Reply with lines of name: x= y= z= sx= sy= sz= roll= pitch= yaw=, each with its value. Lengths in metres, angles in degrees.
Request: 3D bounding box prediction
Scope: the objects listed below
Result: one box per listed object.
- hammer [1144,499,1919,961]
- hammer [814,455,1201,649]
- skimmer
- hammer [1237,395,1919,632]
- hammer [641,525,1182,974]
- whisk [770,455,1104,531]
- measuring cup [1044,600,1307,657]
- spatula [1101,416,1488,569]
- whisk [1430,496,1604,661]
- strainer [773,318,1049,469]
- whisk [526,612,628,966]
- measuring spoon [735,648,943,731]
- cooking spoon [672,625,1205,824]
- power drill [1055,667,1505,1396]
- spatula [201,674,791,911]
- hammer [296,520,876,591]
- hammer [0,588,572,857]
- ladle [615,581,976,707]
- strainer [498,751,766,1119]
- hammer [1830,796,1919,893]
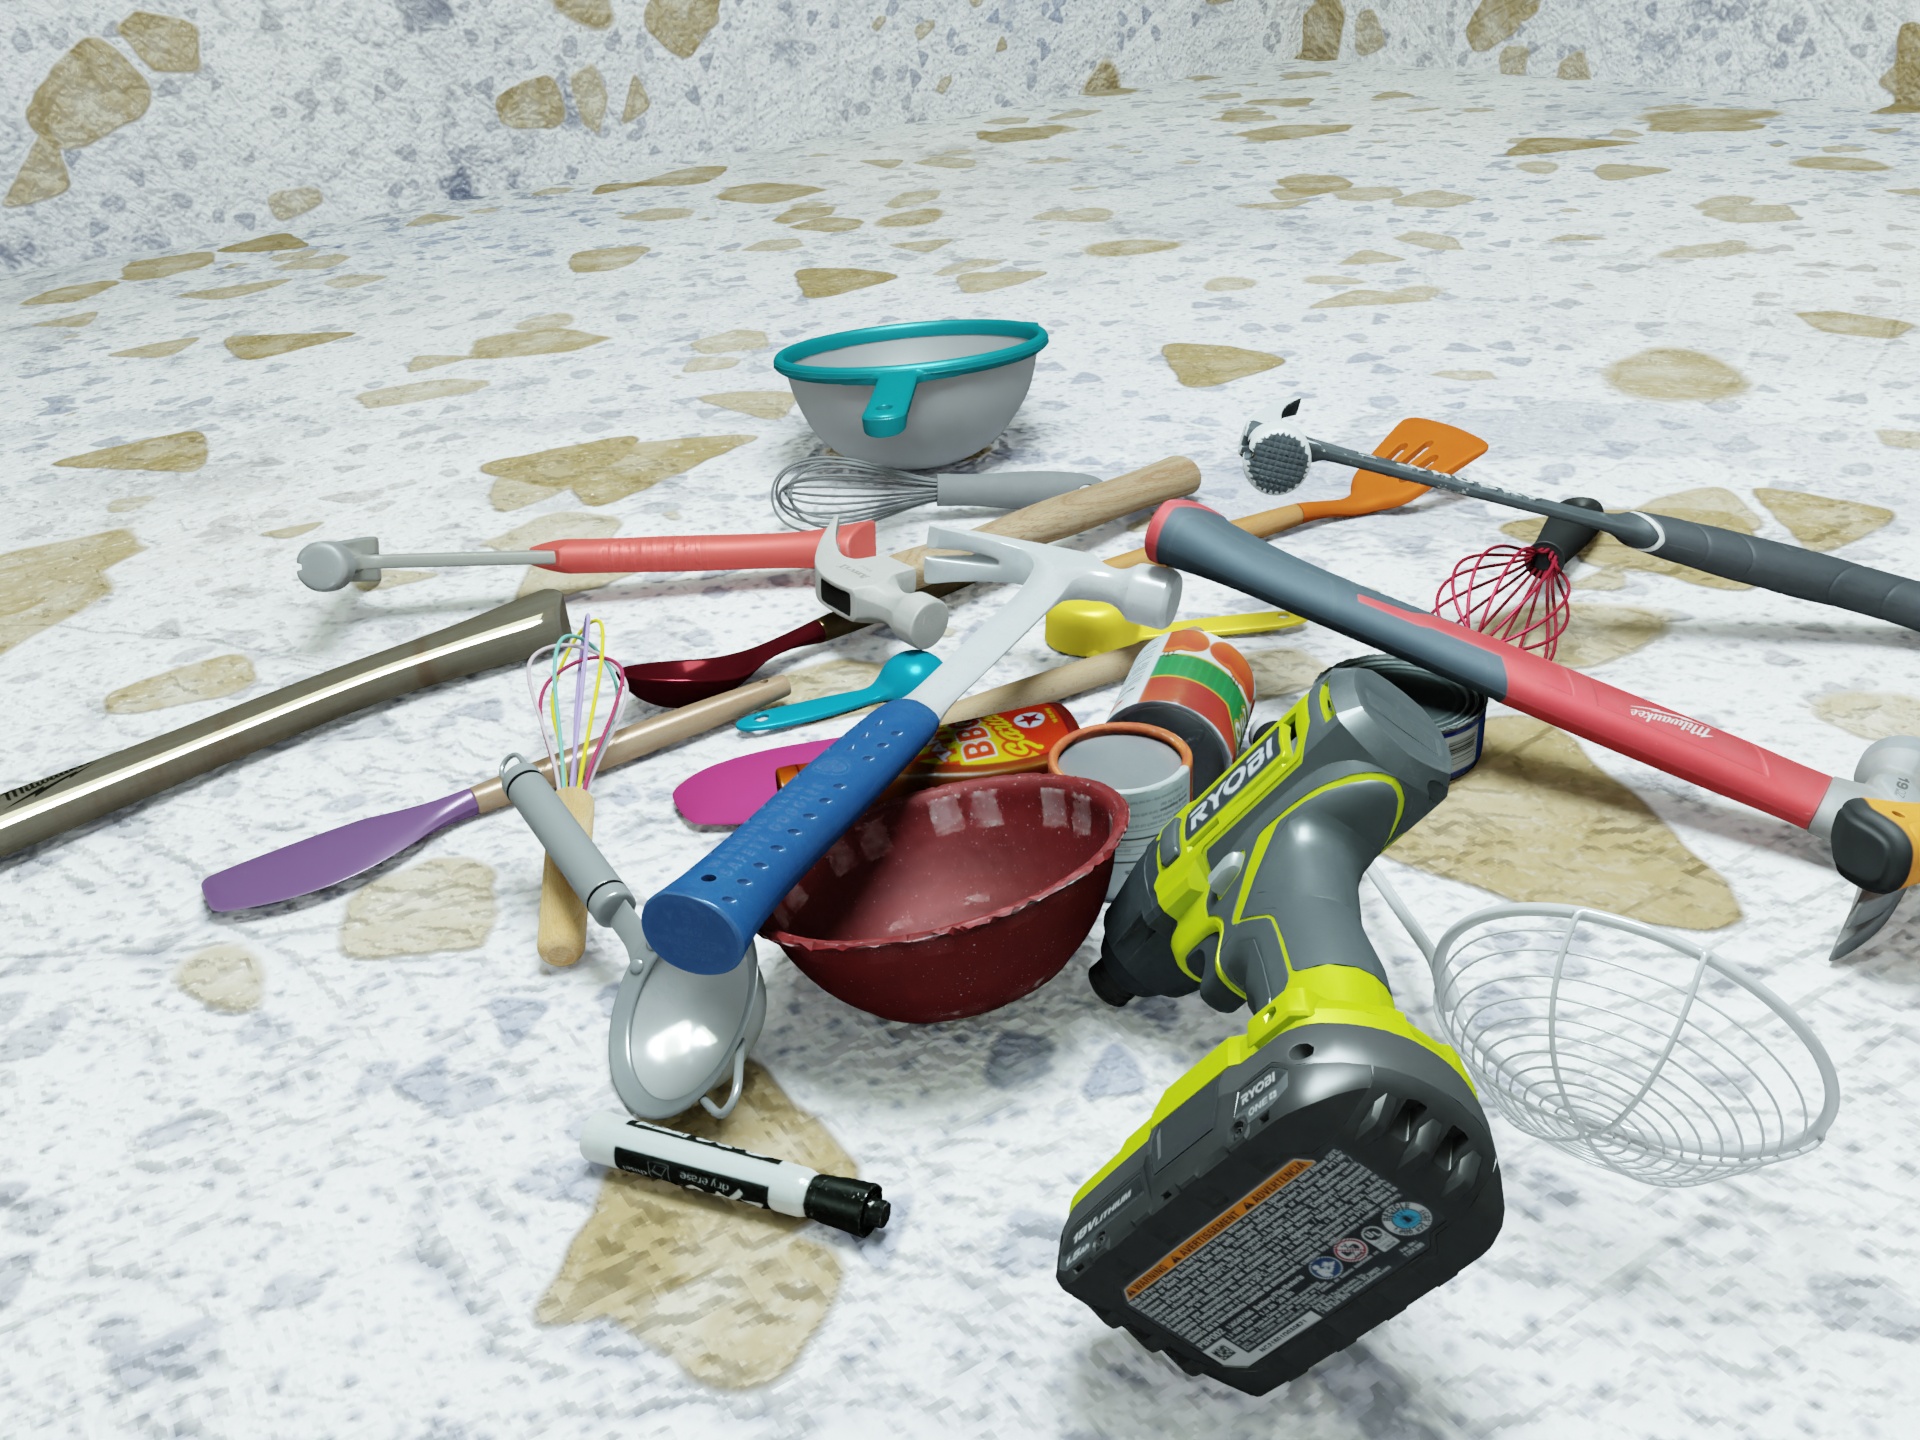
hammer: x=0.250 y=-0.018 z=0.756 sx=0.386 sy=0.038 sz=0.143 roll=27 pitch=41 yaw=27
hammer: x=0.042 y=-0.125 z=1.032 sx=0.130 sy=0.031 sz=0.331 roll=28 pitch=37 yaw=36
skimmer: x=0.201 y=0.057 z=0.643 sx=0.090 sy=0.127 sz=0.364 roll=-37 pitch=21 yaw=9
hammer: x=0.353 y=-0.109 z=0.877 sx=0.409 sy=0.036 sz=0.149 roll=15 pitch=22 yaw=3
hammer: x=-0.022 y=-0.007 z=0.736 sx=0.144 sy=0.035 sz=0.405 roll=15 pitch=30 yaw=19
whisk: x=-0.015 y=-0.160 z=1.129 sx=0.239 sy=0.055 sz=0.055 roll=-1 pitch=28 yaw=-3
measuring cup: x=0.127 y=-0.066 z=0.942 sx=0.156 sy=0.029 sz=0.062 roll=-4 pitch=28 yaw=5
spatula: x=0.204 y=-0.140 z=1.058 sx=0.322 sy=0.041 sz=0.081 roll=-18 pitch=32 yaw=-22
whisk: x=0.337 y=-0.089 z=0.932 sx=0.073 sy=0.073 sz=0.296 roll=12 pitch=27 yaw=28
strainer: x=-0.037 y=-0.221 z=1.170 sx=0.211 sy=0.095 sz=0.341 roll=-3 pitch=24 yaw=5
whisk: x=-0.192 y=0.029 z=0.788 sx=0.047 sy=0.051 sz=0.245 roll=-22 pitch=39 yaw=8
measuring spoon: x=-0.066 y=-0.018 z=0.892 sx=0.128 sy=0.021 sz=0.042 roll=-15 pitch=30 yaw=-22
cooking spoon: x=-0.001 y=-0.003 z=0.859 sx=0.319 sy=0.017 sz=0.069 roll=-18 pitch=32 yaw=-22
power drill: x=0.098 y=0.098 z=0.539 sx=0.080 sy=0.171 sz=0.223 roll=35 pitch=30 yaw=-12
spatula: x=-0.228 y=0.033 z=0.827 sx=0.316 sy=0.018 sz=0.060 roll=-22 pitch=29 yaw=-27
hammer: x=-0.235 y=-0.109 z=1.052 sx=0.359 sy=0.036 sz=0.149 roll=-2 pitch=8 yaw=-4
hammer: x=-0.409 y=0.003 z=0.894 sx=0.410 sy=0.038 sz=0.146 roll=-27 pitch=34 yaw=-36
ladle: x=-0.068 y=-0.064 z=0.974 sx=0.315 sy=0.031 sz=0.069 roll=-25 pitch=26 yaw=-35
strainer: x=-0.141 y=0.081 z=0.668 sx=0.050 sy=0.087 sz=0.259 roll=30 pitch=9 yaw=-48
hammer: x=0.506 y=0.035 z=0.658 sx=0.336 sy=0.034 sz=0.127 roll=-7 pitch=27 yaw=-19
